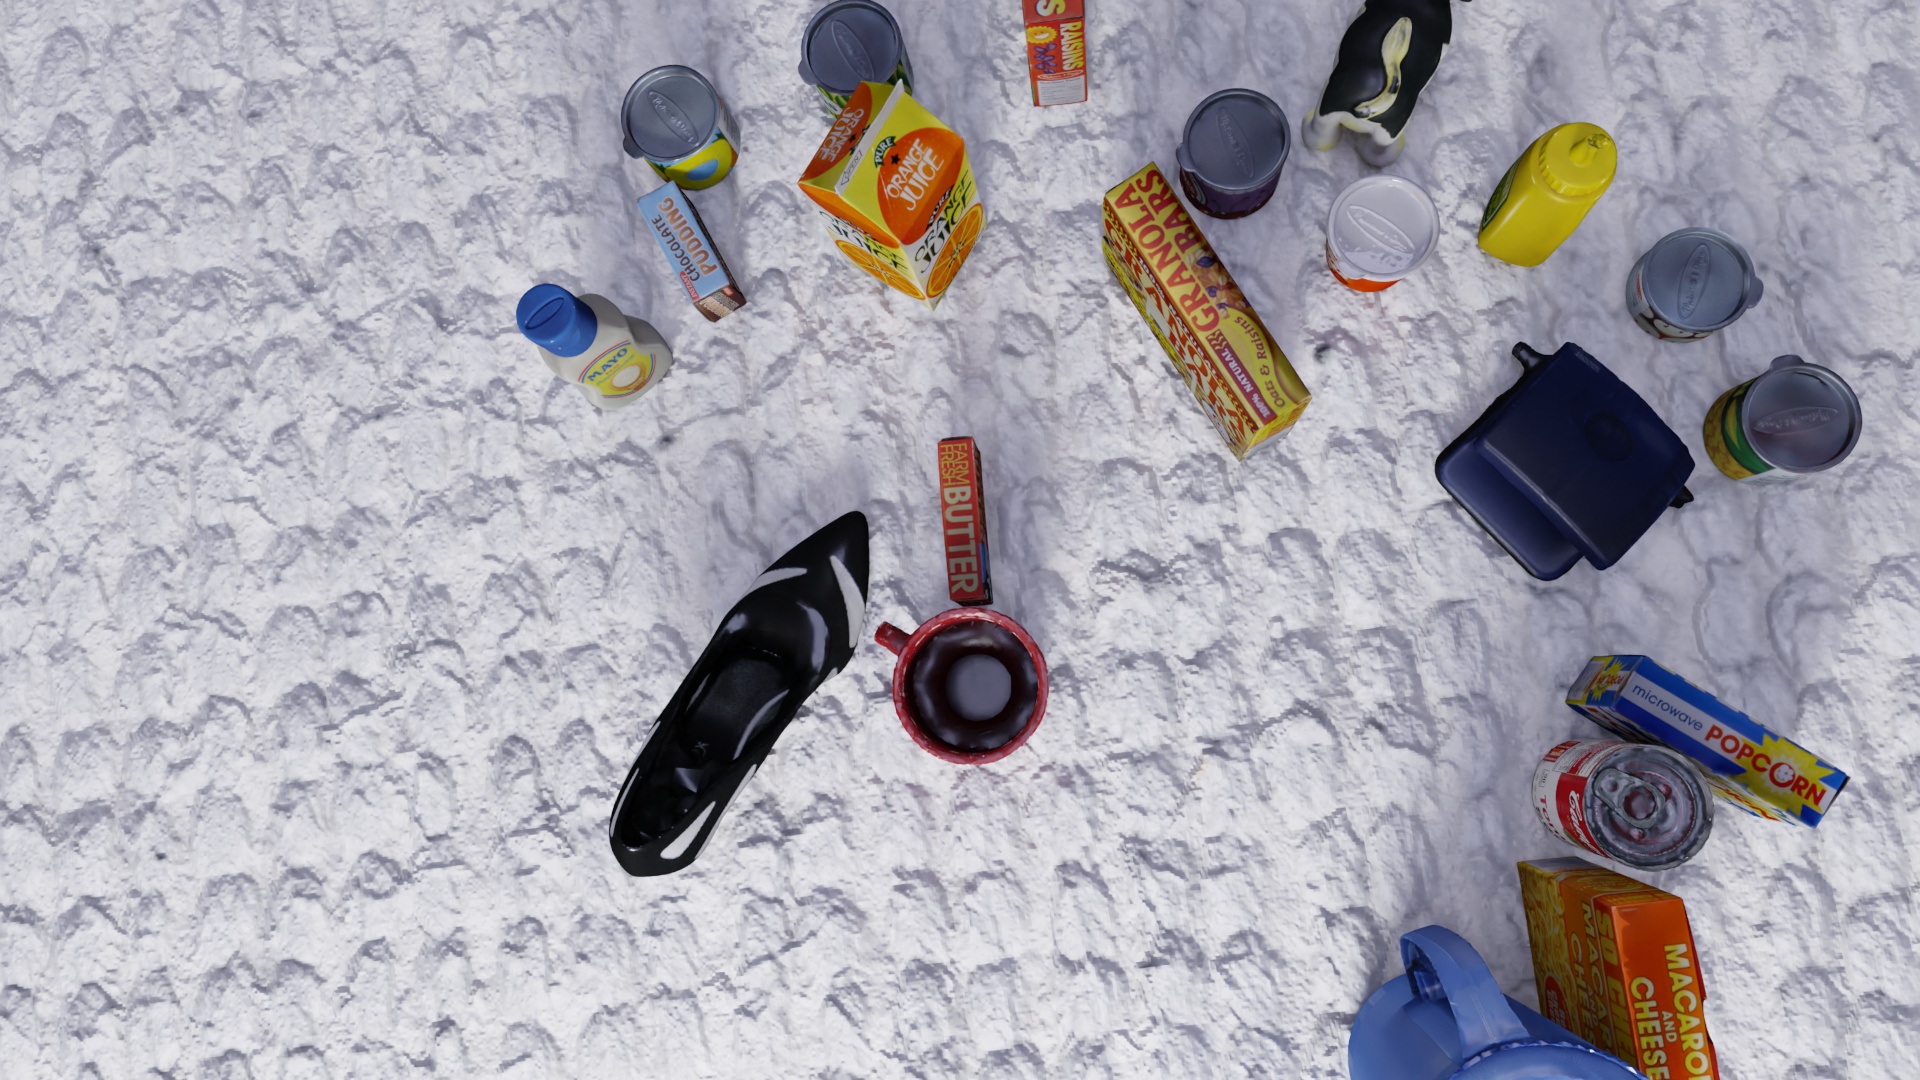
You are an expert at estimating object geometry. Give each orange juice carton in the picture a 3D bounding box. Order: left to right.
[{"bbox_3d":[-0.039,-0.209,0.837,0.073,0.192,0.072,32,88,8],"label":"orange juice carton"}]

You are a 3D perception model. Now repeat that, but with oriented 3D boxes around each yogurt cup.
[{"bbox_3d":[0.261,-0.189,0.873,0.072,0.054,0.072,-1,84,6],"label":"yogurt cup"}]

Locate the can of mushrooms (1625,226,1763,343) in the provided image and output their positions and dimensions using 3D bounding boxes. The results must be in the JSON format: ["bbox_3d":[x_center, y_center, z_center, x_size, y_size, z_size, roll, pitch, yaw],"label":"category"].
[{"bbox_3d":[0.453,-0.157,0.859,0.071,0.033,0.071,-1,84,6],"label":"can of mushrooms"}]

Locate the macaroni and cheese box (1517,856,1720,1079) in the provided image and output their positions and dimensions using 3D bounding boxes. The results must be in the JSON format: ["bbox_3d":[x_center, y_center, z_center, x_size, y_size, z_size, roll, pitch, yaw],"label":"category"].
[{"bbox_3d":[0.355,0.245,0.757,0.040,0.166,0.124,-8,83,5],"label":"macaroni and cheese box"}]

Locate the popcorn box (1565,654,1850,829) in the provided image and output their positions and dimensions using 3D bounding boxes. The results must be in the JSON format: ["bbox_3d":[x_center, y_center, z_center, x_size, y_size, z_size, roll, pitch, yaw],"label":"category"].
[{"bbox_3d":[0.427,0.114,0.805,0.127,0.085,0.038,32,88,8],"label":"popcorn box"}]

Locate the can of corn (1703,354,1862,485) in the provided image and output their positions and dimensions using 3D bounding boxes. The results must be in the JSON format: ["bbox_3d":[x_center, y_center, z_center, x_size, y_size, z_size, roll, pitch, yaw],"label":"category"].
[{"bbox_3d":[0.490,-0.071,0.833,0.071,0.058,0.071,-1,84,6],"label":"can of corn"}]

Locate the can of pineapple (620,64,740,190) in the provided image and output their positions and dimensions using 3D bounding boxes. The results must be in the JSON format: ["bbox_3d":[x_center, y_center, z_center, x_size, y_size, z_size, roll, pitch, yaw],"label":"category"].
[{"bbox_3d":[-0.187,-0.274,0.928,0.071,0.058,0.071,-1,84,6],"label":"can of pineapple"}]

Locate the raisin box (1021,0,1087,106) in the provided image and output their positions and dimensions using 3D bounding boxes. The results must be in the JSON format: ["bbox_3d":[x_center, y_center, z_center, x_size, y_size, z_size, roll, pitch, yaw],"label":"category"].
[{"bbox_3d":[0.058,-0.339,0.876,0.040,0.123,0.086,-5,84,6],"label":"raisin box"}]

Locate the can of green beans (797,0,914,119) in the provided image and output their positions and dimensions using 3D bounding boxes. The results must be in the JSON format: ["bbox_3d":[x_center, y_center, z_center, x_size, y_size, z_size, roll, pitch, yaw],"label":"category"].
[{"bbox_3d":[-0.067,-0.315,0.920,0.071,0.058,0.071,-1,84,6],"label":"can of green beans"}]

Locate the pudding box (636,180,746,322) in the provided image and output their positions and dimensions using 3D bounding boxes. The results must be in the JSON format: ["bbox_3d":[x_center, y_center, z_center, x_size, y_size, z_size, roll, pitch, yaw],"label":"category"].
[{"bbox_3d":[-0.178,-0.191,0.921,0.030,0.049,0.084,-30,82,2],"label":"pudding box"}]

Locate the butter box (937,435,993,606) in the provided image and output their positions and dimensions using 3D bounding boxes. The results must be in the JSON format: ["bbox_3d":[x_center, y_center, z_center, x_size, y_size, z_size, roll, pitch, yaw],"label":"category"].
[{"bbox_3d":[0.003,-0.011,0.880,0.024,0.053,0.103,-5,83,6],"label":"butter box"}]

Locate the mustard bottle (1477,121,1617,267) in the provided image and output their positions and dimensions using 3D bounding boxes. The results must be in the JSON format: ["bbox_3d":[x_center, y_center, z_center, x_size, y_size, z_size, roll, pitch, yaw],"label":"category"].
[{"bbox_3d":[0.347,-0.209,0.812,0.049,0.160,0.065,24,87,8],"label":"mustard bottle"}]

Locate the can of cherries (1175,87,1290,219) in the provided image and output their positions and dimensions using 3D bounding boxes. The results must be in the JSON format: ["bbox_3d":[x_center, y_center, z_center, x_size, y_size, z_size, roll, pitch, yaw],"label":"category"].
[{"bbox_3d":[0.171,-0.245,0.886,0.071,0.058,0.071,-1,84,6],"label":"can of cherries"}]

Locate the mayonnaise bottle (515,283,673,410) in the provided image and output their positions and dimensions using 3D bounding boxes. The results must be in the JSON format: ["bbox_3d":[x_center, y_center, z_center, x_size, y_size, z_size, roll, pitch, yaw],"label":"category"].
[{"bbox_3d":[-0.231,-0.123,0.870,0.065,0.148,0.041,-39,82,1],"label":"mayonnaise bottle"}]

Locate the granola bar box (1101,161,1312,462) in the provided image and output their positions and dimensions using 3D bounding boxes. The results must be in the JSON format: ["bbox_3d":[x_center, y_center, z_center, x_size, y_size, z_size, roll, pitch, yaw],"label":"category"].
[{"bbox_3d":[0.144,-0.133,0.843,0.039,0.124,0.165,-32,82,2],"label":"granola bar box"}]
